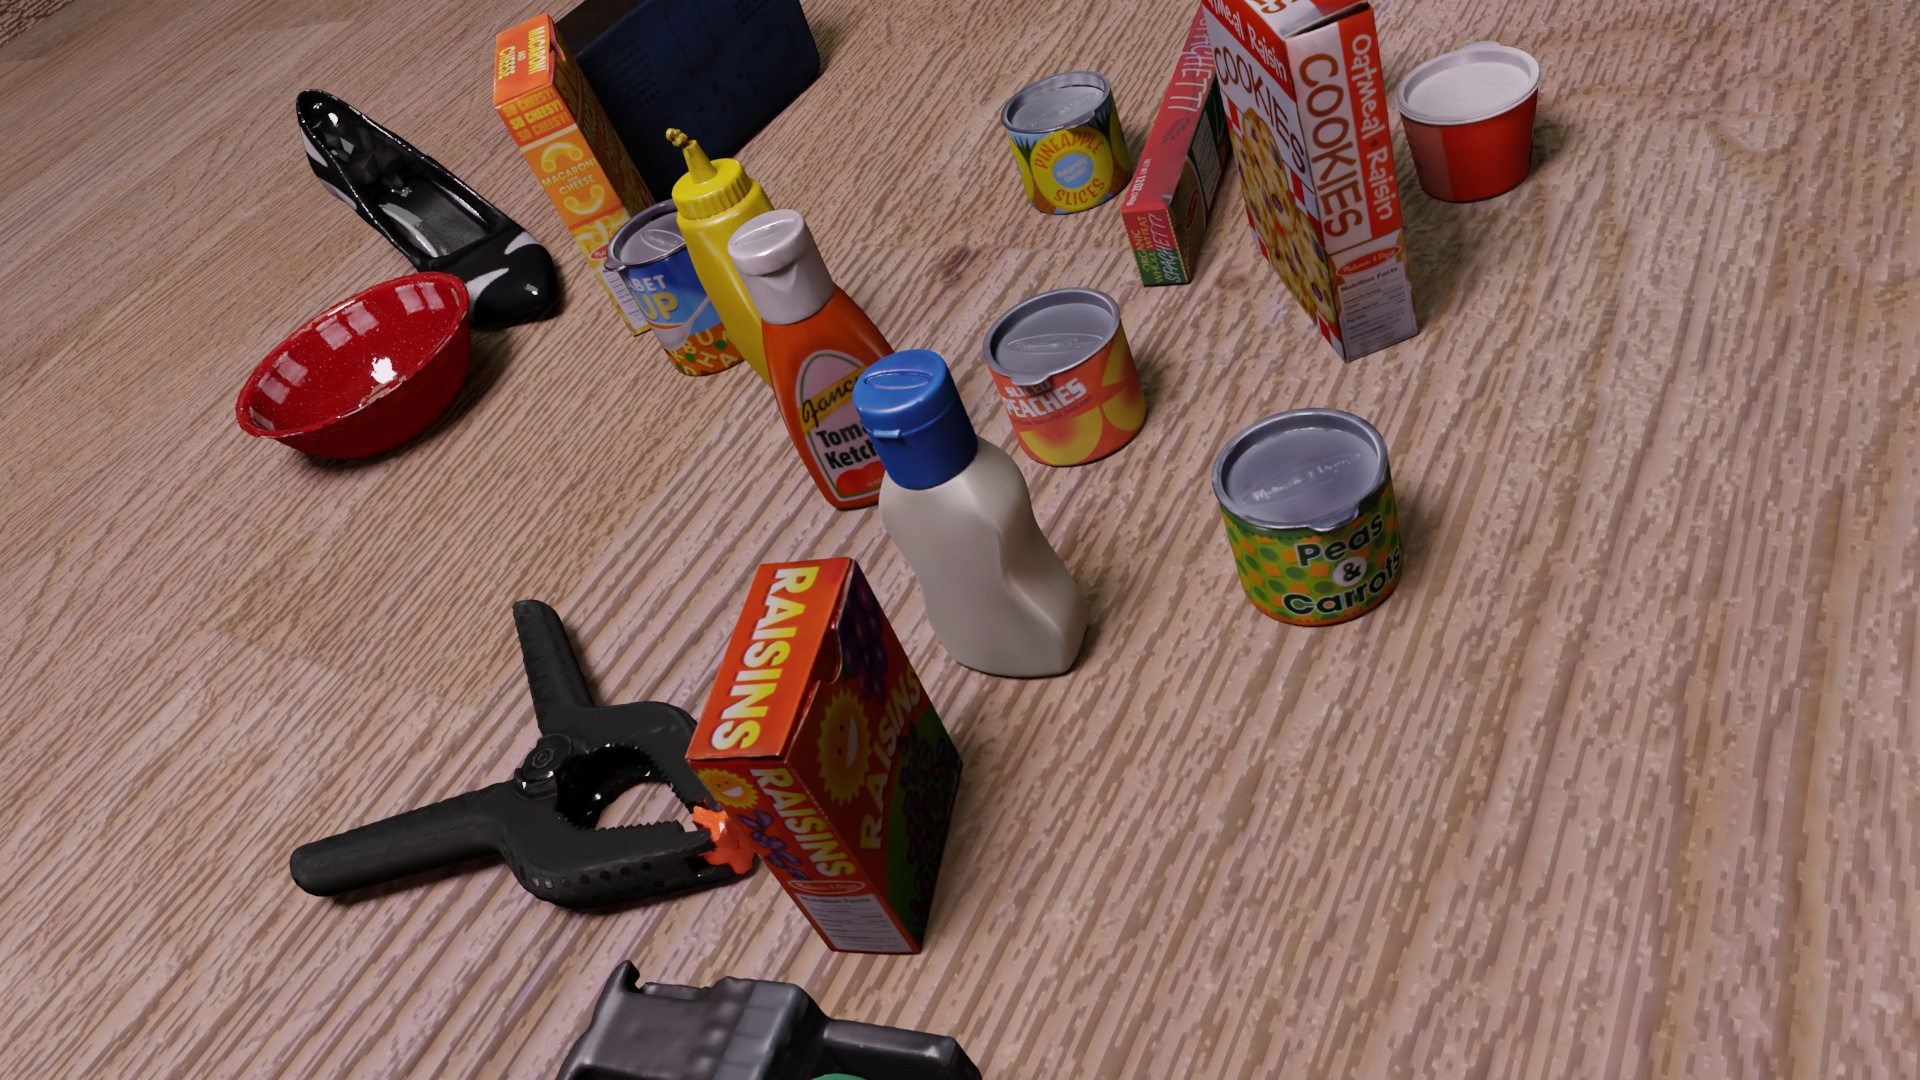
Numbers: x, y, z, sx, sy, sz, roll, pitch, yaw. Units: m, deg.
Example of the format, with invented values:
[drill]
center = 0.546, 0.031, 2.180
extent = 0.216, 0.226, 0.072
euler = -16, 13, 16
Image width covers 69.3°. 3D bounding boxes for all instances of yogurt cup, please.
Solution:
[yogurt cup]
center = 0.257, -0.208, 0.701
extent = 0.072, 0.053, 0.073
euler = -14, 42, 13

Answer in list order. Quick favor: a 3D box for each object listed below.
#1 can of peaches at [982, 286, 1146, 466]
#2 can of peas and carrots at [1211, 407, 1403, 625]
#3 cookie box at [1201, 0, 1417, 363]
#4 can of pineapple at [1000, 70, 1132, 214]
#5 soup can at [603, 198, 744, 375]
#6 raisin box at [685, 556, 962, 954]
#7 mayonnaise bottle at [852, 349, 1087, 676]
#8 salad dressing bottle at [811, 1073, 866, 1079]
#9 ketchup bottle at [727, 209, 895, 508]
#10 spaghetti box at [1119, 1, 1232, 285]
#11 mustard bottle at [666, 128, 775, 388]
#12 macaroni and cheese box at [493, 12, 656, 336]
[can of peaches]
center = 0.049, -0.076, 0.657
extent = 0.071, 0.057, 0.071
euler = -14, 42, 13
[can of peas and carrots]
center = 0.138, -0.008, 0.542
extent = 0.071, 0.058, 0.071
euler = -14, 42, 13
[cookie box]
center = 0.158, -0.184, 0.636
extent = 0.040, 0.166, 0.123
euler = -21, 41, 4
[can of pineapple]
center = 0.063, -0.233, 0.817
extent = 0.071, 0.057, 0.071
euler = -14, 42, 13
[soup can]
center = -0.160, -0.147, 0.813
extent = 0.071, 0.083, 0.072
euler = -14, 42, 13
[raisin box]
center = -0.042, 0.078, 0.489
extent = 0.040, 0.123, 0.086
euler = -5, 44, 22
[mayonnaise bottle]
center = 0.002, -0.007, 0.538
extent = 0.065, 0.147, 0.041
euler = 4, 48, 29
[salad dressing bottle]
center = -0.006, 0.181, 0.343
extent = 0.064, 0.147, 0.044
euler = 14, 54, 36
[ketchup bottle]
center = -0.062, -0.083, 0.649
extent = 0.065, 0.148, 0.044
euler = -22, 41, 3
[spaghetti box]
center = 0.137, -0.241, 0.796
extent = 0.028, 0.050, 0.251
euler = -1, 46, 26
[mustard bottle]
center = -0.112, -0.149, 0.734
extent = 0.049, 0.159, 0.065
euler = -43, 44, -20
[macaroni and cheese box]
center = -0.231, -0.230, 0.872
extent = 0.040, 0.165, 0.124
euler = -23, 41, 2
